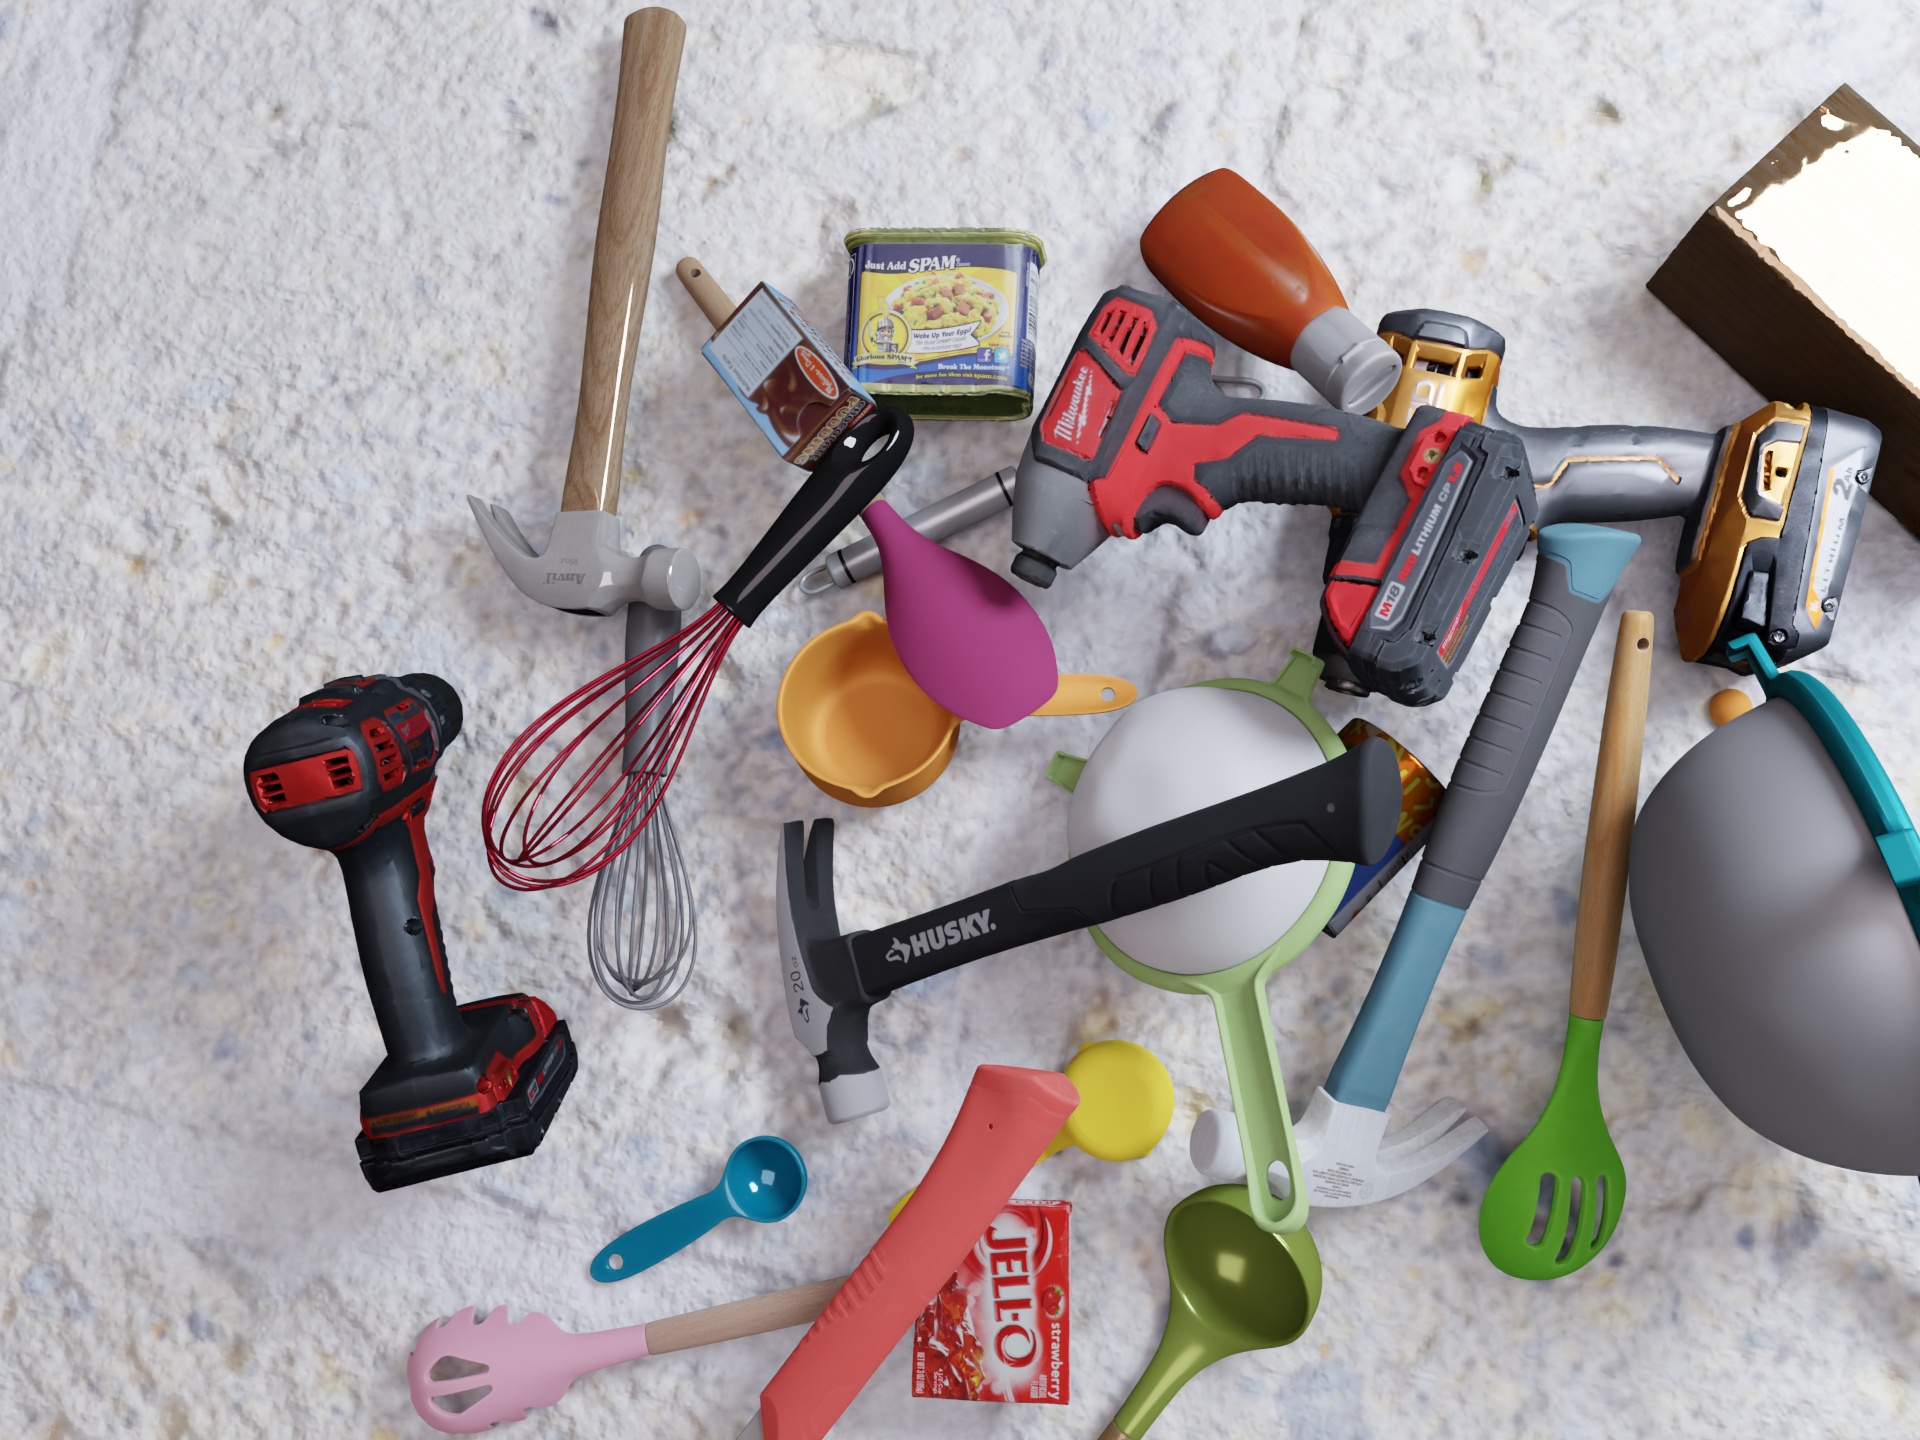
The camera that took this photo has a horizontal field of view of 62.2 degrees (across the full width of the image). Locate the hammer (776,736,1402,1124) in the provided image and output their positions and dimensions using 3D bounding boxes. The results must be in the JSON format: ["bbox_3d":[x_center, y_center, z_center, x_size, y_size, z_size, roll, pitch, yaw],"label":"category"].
[{"bbox_3d":[0.040,0.073,0.693,0.335,0.035,0.146,-25,75,38],"label":"hammer"}]

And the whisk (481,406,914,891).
[{"bbox_3d":[-0.123,-0.038,0.758,0.073,0.073,0.296,40,85,9],"label":"whisk"}]

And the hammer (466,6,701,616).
[{"bbox_3d":[-0.182,-0.217,0.833,0.130,0.031,0.331,1,79,22],"label":"hammer"}]

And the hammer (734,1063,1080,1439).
[{"bbox_3d":[-0.058,0.306,0.721,0.149,0.036,0.359,41,99,26],"label":"hammer"}]

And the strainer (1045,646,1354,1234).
[{"bbox_3d":[0.103,0.090,0.692,0.151,0.069,0.257,-25,57,29],"label":"strainer"}]

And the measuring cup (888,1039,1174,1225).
[{"bbox_3d":[0.032,0.208,0.767,0.156,0.029,0.062,-30,81,2],"label":"measuring cup"}]

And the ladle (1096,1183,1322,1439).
[{"bbox_3d":[0.058,0.352,0.736,0.078,0.062,0.320,36,92,25],"label":"ladle"}]

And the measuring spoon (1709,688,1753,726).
[{"bbox_3d":[0.398,0.033,0.752,0.021,0.011,0.117,-37,81,2],"label":"measuring spoon"}]

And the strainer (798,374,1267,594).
[{"bbox_3d":[0.033,-0.122,0.803,0.258,0.050,0.087,-25,65,7],"label":"strainer"}]

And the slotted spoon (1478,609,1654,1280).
[{"bbox_3d":[0.282,0.107,0.713,0.070,0.031,0.314,4,96,-10],"label":"slotted spoon"}]

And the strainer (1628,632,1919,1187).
[{"bbox_3d":[0.355,0.147,0.667,0.095,0.211,0.340,-18,111,17],"label":"strainer"}]

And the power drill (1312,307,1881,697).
[{"bbox_3d":[0.284,-0.082,0.748,0.226,0.084,0.185,15,88,12],"label":"power drill"}]

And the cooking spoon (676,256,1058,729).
[{"bbox_3d":[-0.058,-0.124,0.796,0.069,0.017,0.319,-33,70,-11],"label":"cooking spoon"}]

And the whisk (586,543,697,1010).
[{"bbox_3d":[-0.157,0.026,0.806,0.055,0.055,0.239,-1,79,7],"label":"whisk"}]

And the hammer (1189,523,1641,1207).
[{"bbox_3d":[0.218,0.067,0.710,0.128,0.033,0.331,18,99,-18],"label":"hammer"}]

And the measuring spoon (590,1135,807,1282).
[{"bbox_3d":[-0.130,0.246,0.793,0.128,0.021,0.042,-31,81,12],"label":"measuring spoon"}]

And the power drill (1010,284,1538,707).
[{"bbox_3d":[0.126,-0.095,0.705,0.220,0.078,0.143,28,91,27],"label":"power drill"}]

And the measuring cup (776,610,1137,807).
[{"bbox_3d":[-0.001,-0.003,0.784,0.173,0.052,0.095,-2,71,1],"label":"measuring cup"}]

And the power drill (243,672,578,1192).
[{"bbox_3d":[-0.257,0.085,0.764,0.080,0.188,0.226,-14,100,0],"label":"power drill"}]

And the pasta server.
[{"bbox_3d":[-0.124,0.295,0.780,0.316,0.040,0.060,-13,82,1],"label":"pasta server"}]
